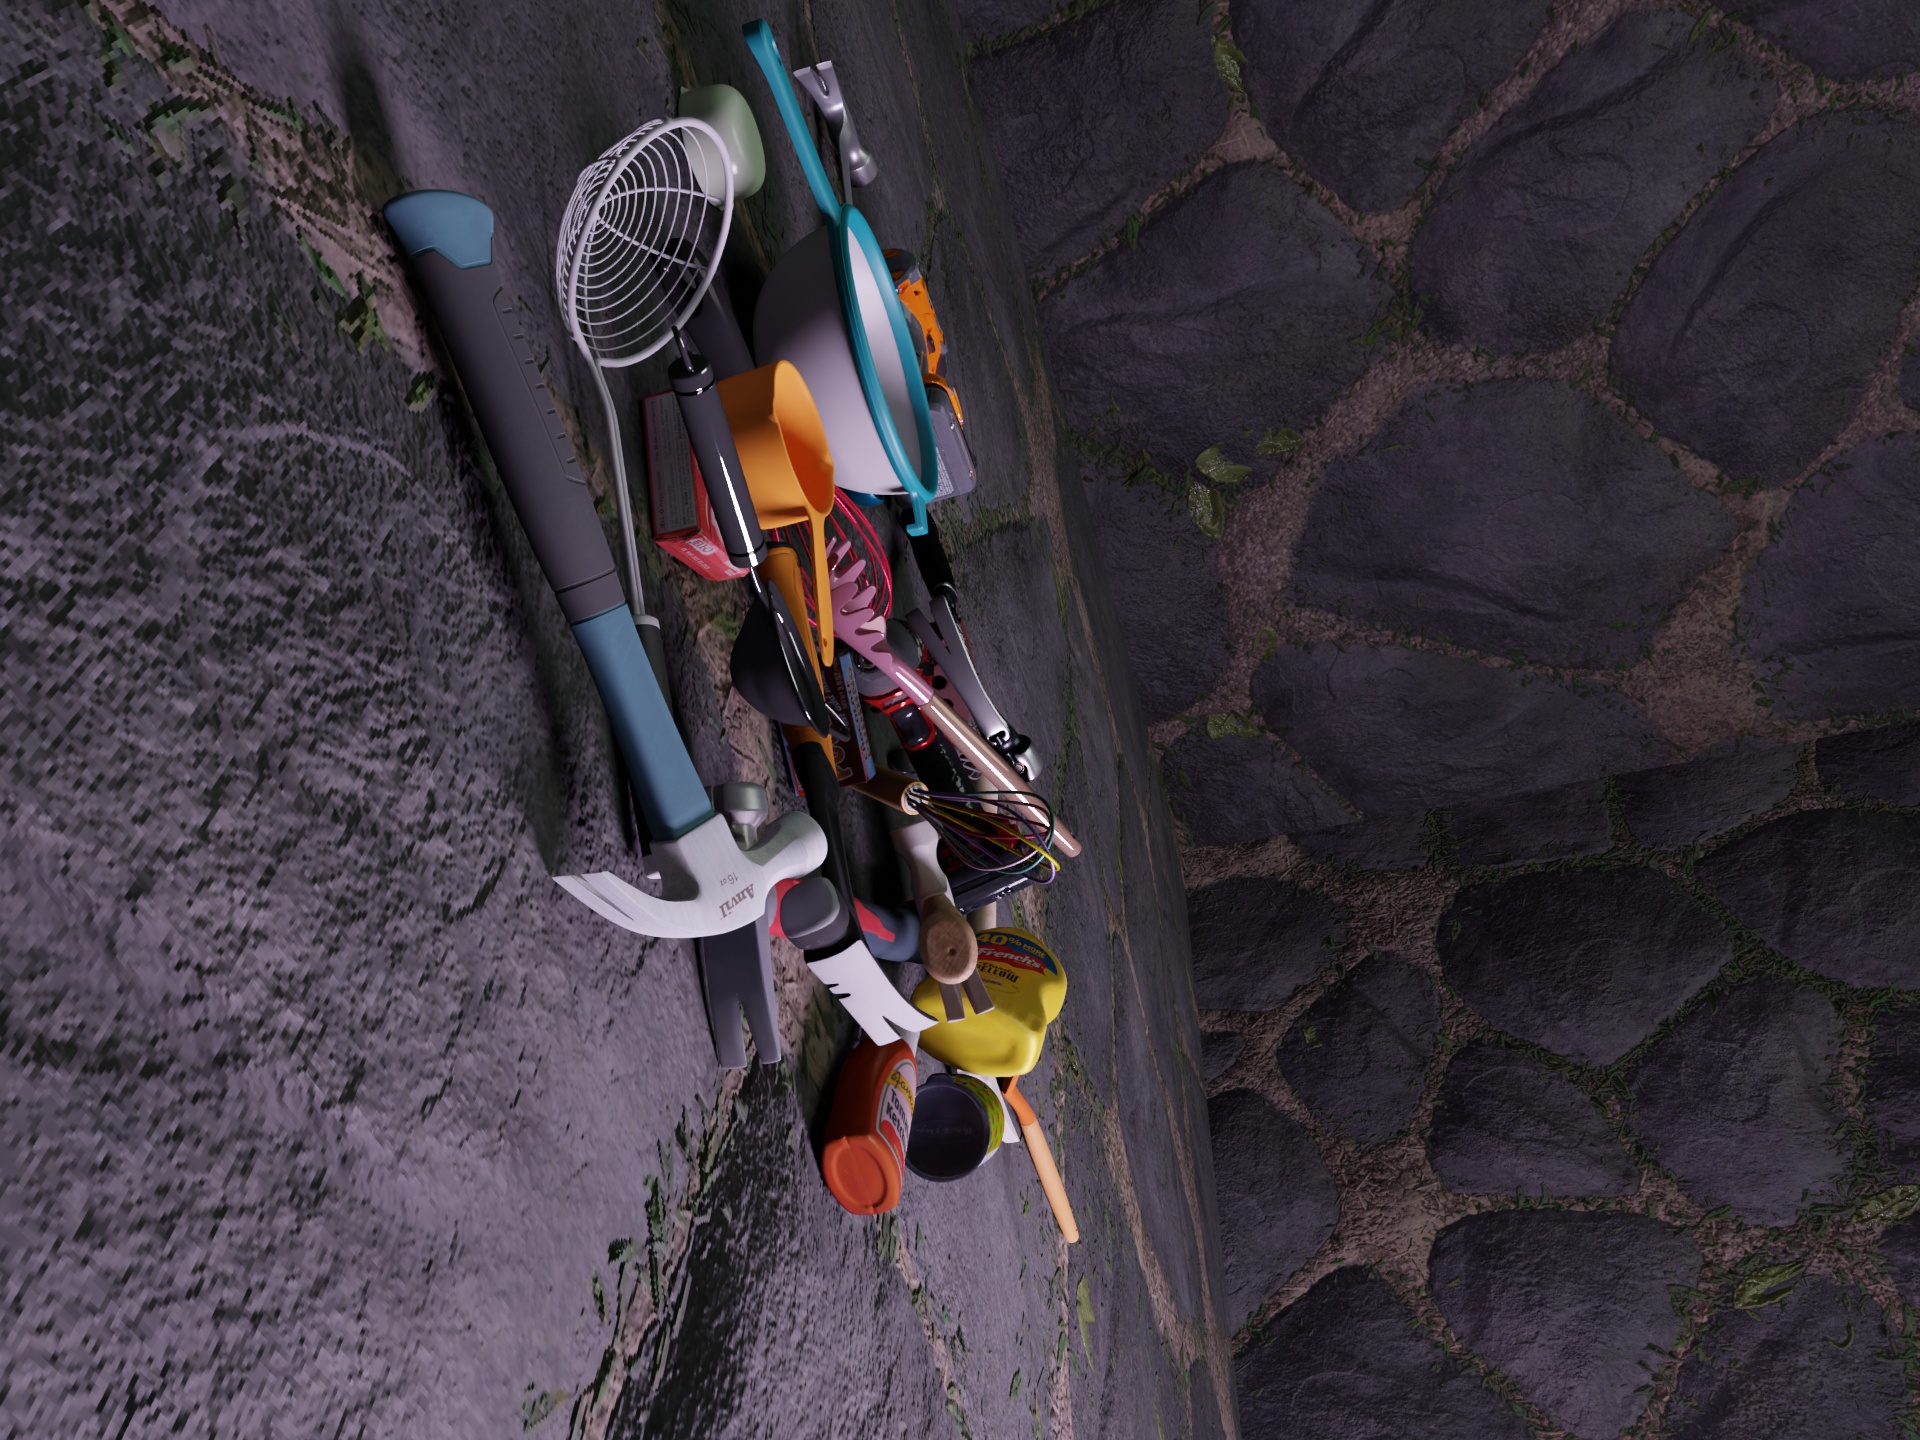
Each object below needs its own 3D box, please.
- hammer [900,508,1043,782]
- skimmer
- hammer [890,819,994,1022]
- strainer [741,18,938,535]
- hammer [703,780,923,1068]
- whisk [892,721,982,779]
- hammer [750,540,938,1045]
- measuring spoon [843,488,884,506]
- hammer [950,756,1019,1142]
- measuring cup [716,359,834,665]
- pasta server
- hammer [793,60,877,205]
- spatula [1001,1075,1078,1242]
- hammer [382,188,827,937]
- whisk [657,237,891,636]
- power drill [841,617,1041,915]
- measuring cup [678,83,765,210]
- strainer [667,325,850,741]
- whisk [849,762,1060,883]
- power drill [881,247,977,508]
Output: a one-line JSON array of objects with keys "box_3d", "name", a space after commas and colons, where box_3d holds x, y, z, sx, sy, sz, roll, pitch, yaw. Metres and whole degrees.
[{"box_3d": [-0.014, -0.098, 1.283, 0.149, 0.036, 0.409, 59, 6, -26], "name": "hammer"}, {"box_3d": [-0.135, -0.110, 0.768, 0.127, 0.090, 0.363, 41, 39, -76], "name": "skimmer"}, {"box_3d": [-0.010, 0.122, 0.921, 0.331, 0.031, 0.130, 114, -42, -86], "name": "hammer"}, {"box_3d": [-0.109, -0.293, 1.081, 0.211, 0.095, 0.340, -91, 163, -52], "name": "strainer"}, {"box_3d": [-0.070, 0.139, 0.974, 0.386, 0.038, 0.143, 41, 40, -72], "name": "hammer"}, {"box_3d": [-0.015, 0.028, 1.352, 0.239, 0.055, 0.055, -4, 82, -74], "name": "whisk"}, {"box_3d": [-0.080, 0.019, 0.891, 0.127, 0.034, 0.337, 60, 10, -45], "name": "hammer"}, {"box_3d": [-0.084, -0.204, 1.312, 0.042, 0.021, 0.129, 47, 14, -20], "name": "measuring spoon"}, {"box_3d": [0.020, 0.170, 1.390, 0.411, 0.038, 0.146, -87, 163, -52], "name": "hammer"}, {"box_3d": [-0.103, -0.109, 0.869, 0.095, 0.052, 0.174, 34, 47, -72], "name": "measuring cup"}, {"box_3d": [-0.002, -0.003, 1.072, 0.316, 0.040, 0.060, 46, 19, -33], "name": "pasta server"}, {"box_3d": [-0.093, -0.392, 1.364, 0.143, 0.035, 0.406, 60, 20, -58], "name": "hammer"}, {"box_3d": [0.075, 0.376, 1.446, 0.081, 0.041, 0.322, -88, 163, -52], "name": "spatula"}, {"box_3d": [-0.158, -0.059, 0.671, 0.128, 0.033, 0.331, -35, 109, -49], "name": "hammer"}, {"box_3d": [-0.117, -0.171, 1.011, 0.073, 0.073, 0.295, -87, 156, -52], "name": "whisk"}, {"box_3d": [-0.022, 0.028, 1.151, 0.143, 0.078, 0.220, -5, 71, -84], "name": "power drill"}, {"box_3d": [-0.153, -0.410, 1.110, 0.168, 0.038, 0.083, -76, 153, -60], "name": "measuring cup"}, {"box_3d": [-0.102, -0.076, 0.760, 0.087, 0.050, 0.258, -107, -176, -46], "name": "strainer"}, {"box_3d": [-0.018, 0.050, 0.978, 0.047, 0.245, 0.051, 7, 97, -35], "name": "whisk"}, {"box_3d": [-0.040, -0.303, 1.460, 0.164, 0.084, 0.227, 65, 13, -50], "name": "power drill"}]
